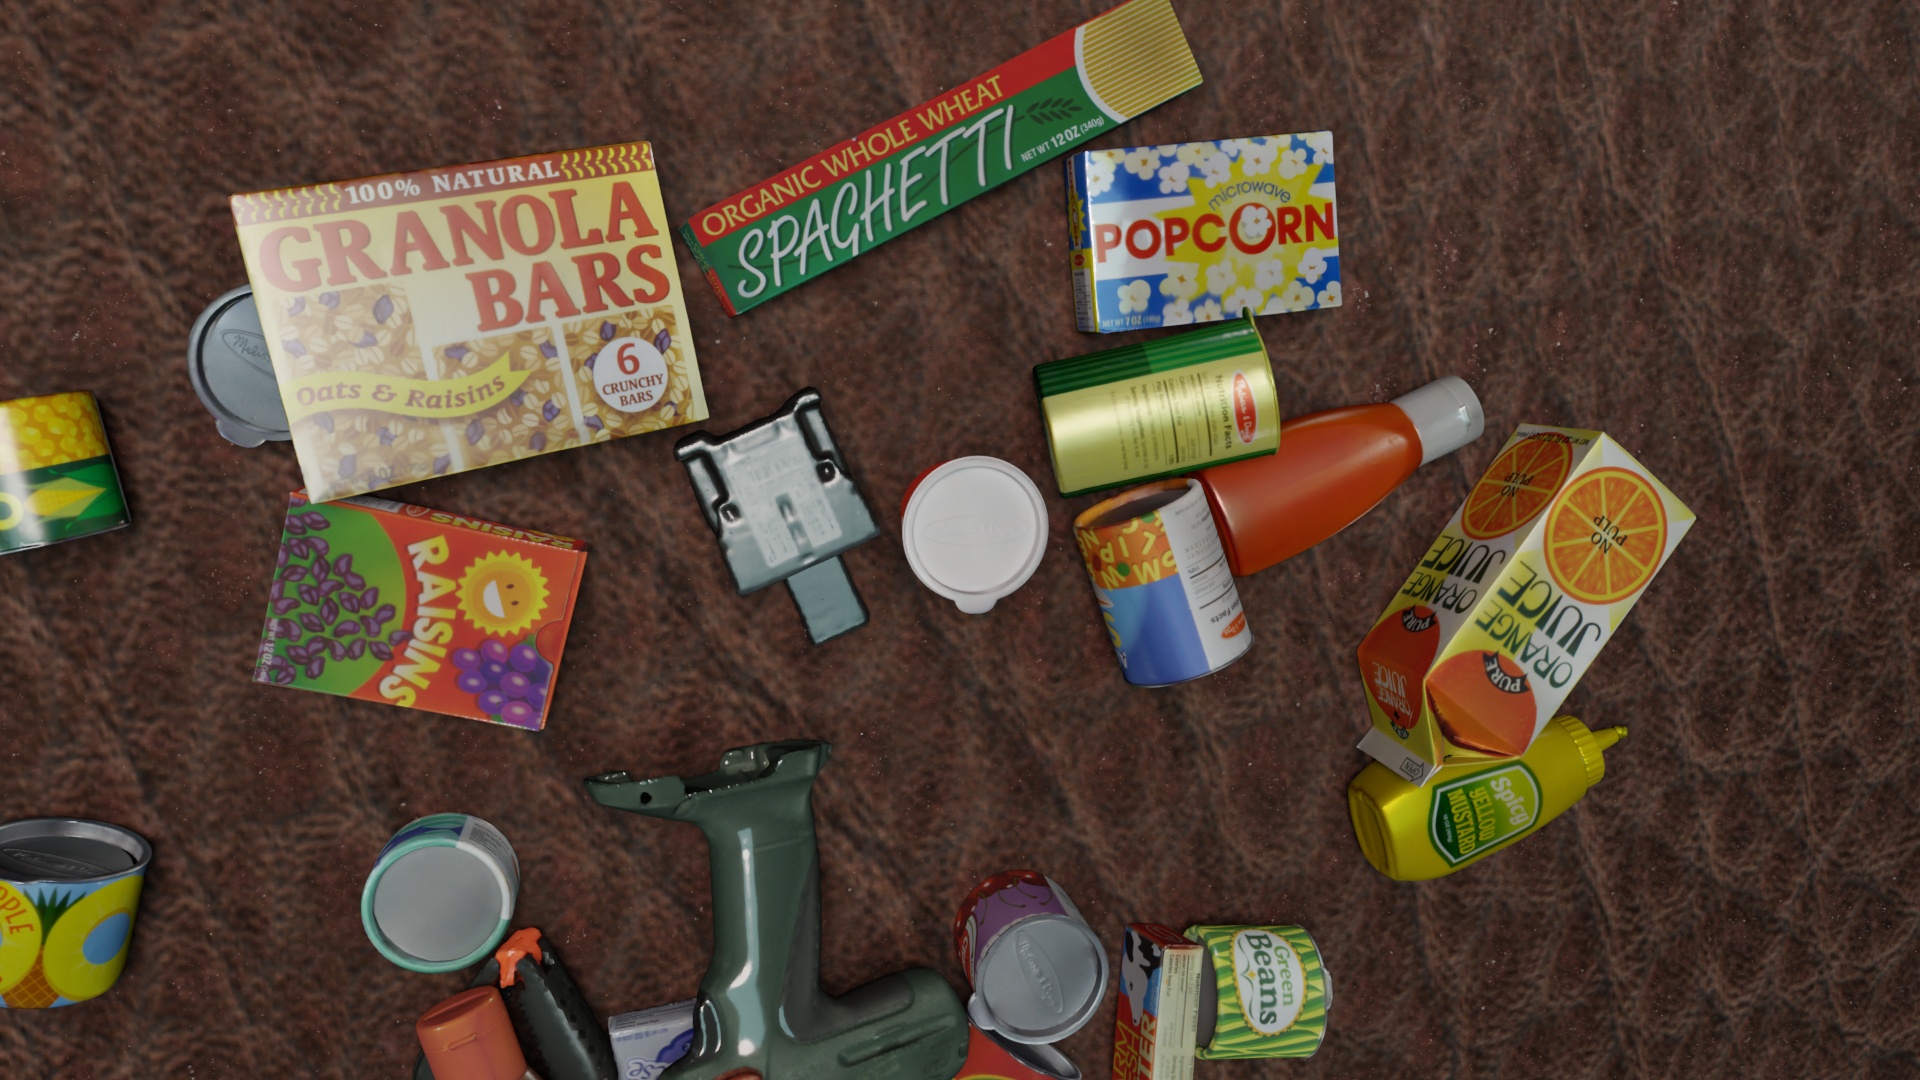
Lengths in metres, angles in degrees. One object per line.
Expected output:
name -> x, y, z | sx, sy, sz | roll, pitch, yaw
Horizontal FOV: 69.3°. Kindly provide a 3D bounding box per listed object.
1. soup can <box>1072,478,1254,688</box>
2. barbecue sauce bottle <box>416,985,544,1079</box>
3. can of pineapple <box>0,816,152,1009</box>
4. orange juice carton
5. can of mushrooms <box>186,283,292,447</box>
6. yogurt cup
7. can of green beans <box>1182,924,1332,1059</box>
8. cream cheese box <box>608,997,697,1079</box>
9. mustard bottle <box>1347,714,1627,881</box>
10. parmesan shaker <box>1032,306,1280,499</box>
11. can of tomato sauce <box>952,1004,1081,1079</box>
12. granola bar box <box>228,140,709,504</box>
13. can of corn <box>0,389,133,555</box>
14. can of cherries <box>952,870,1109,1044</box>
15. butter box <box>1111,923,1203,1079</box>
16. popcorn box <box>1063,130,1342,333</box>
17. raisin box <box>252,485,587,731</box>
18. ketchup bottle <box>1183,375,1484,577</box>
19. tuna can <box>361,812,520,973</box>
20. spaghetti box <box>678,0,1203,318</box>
soup can -> 0.095, 0.020, 0.675 | 0.071, 0.071, 0.083 | -22, 101, -8
barbecue sauce bottle -> -0.195, 0.272, 0.610 | 0.065, 0.043, 0.148 | -20, 96, -16
can of pineapple -> -0.387, 0.157, 0.588 | 0.071, 0.071, 0.057 | 14, 95, -14
orange juice carton -> 0.275, 0.039, 0.711 | 0.073, 0.072, 0.192 | 37, 89, -14
can of mushrooms -> -0.291, -0.074, 0.593 | 0.071, 0.033, 0.071 | -2, 99, -13
yogurt cup -> 0.002, -0.008, 0.655 | 0.072, 0.054, 0.072 | -2, 99, -12
can of green beans -> 0.148, 0.232, 0.715 | 0.058, 0.071, 0.071 | 3, 98, -12
cream cheese box -> -0.117, 0.250, 0.682 | 0.104, 0.024, 0.053 | -9, 101, -11
mustard bottle -> 0.288, 0.127, 0.739 | 0.160, 0.049, 0.065 | -20, 105, -8
parmesan shaker -> 0.090, -0.064, 0.651 | 0.103, 0.071, 0.071 | -12, 101, 2
can of tomato sauce -> 0.012, 0.285, 0.687 | 0.071, 0.071, 0.083 | 31, 86, -15
granola bar box -> -0.202, -0.094, 0.586 | 0.166, 0.039, 0.124 | -16, 101, -25
can of corn -> -0.381, -0.026, 0.561 | 0.071, 0.071, 0.058 | -12, 100, -10
can of cherries -> 0.031, 0.206, 0.690 | 0.071, 0.058, 0.071 | -2, 100, -12
butter box -> 0.099, 0.252, 0.705 | 0.024, 0.053, 0.103 | 6, 86, -14
popcorn box -> 0.116, -0.148, 0.667 | 0.127, 0.038, 0.085 | -8, 99, -11
raisin box -> -0.236, 0.030, 0.617 | 0.123, 0.040, 0.086 | 13, 95, -14
ketchup bottle -> 0.189, -0.038, 0.696 | 0.149, 0.043, 0.064 | -24, 102, -8
tuna can -> -0.241, 0.163, 0.639 | 0.071, 0.033, 0.071 | -2, 98, -12
spaghetti box -> -0.007, -0.179, 0.641 | 0.250, 0.029, 0.050 | -28, 102, -7
